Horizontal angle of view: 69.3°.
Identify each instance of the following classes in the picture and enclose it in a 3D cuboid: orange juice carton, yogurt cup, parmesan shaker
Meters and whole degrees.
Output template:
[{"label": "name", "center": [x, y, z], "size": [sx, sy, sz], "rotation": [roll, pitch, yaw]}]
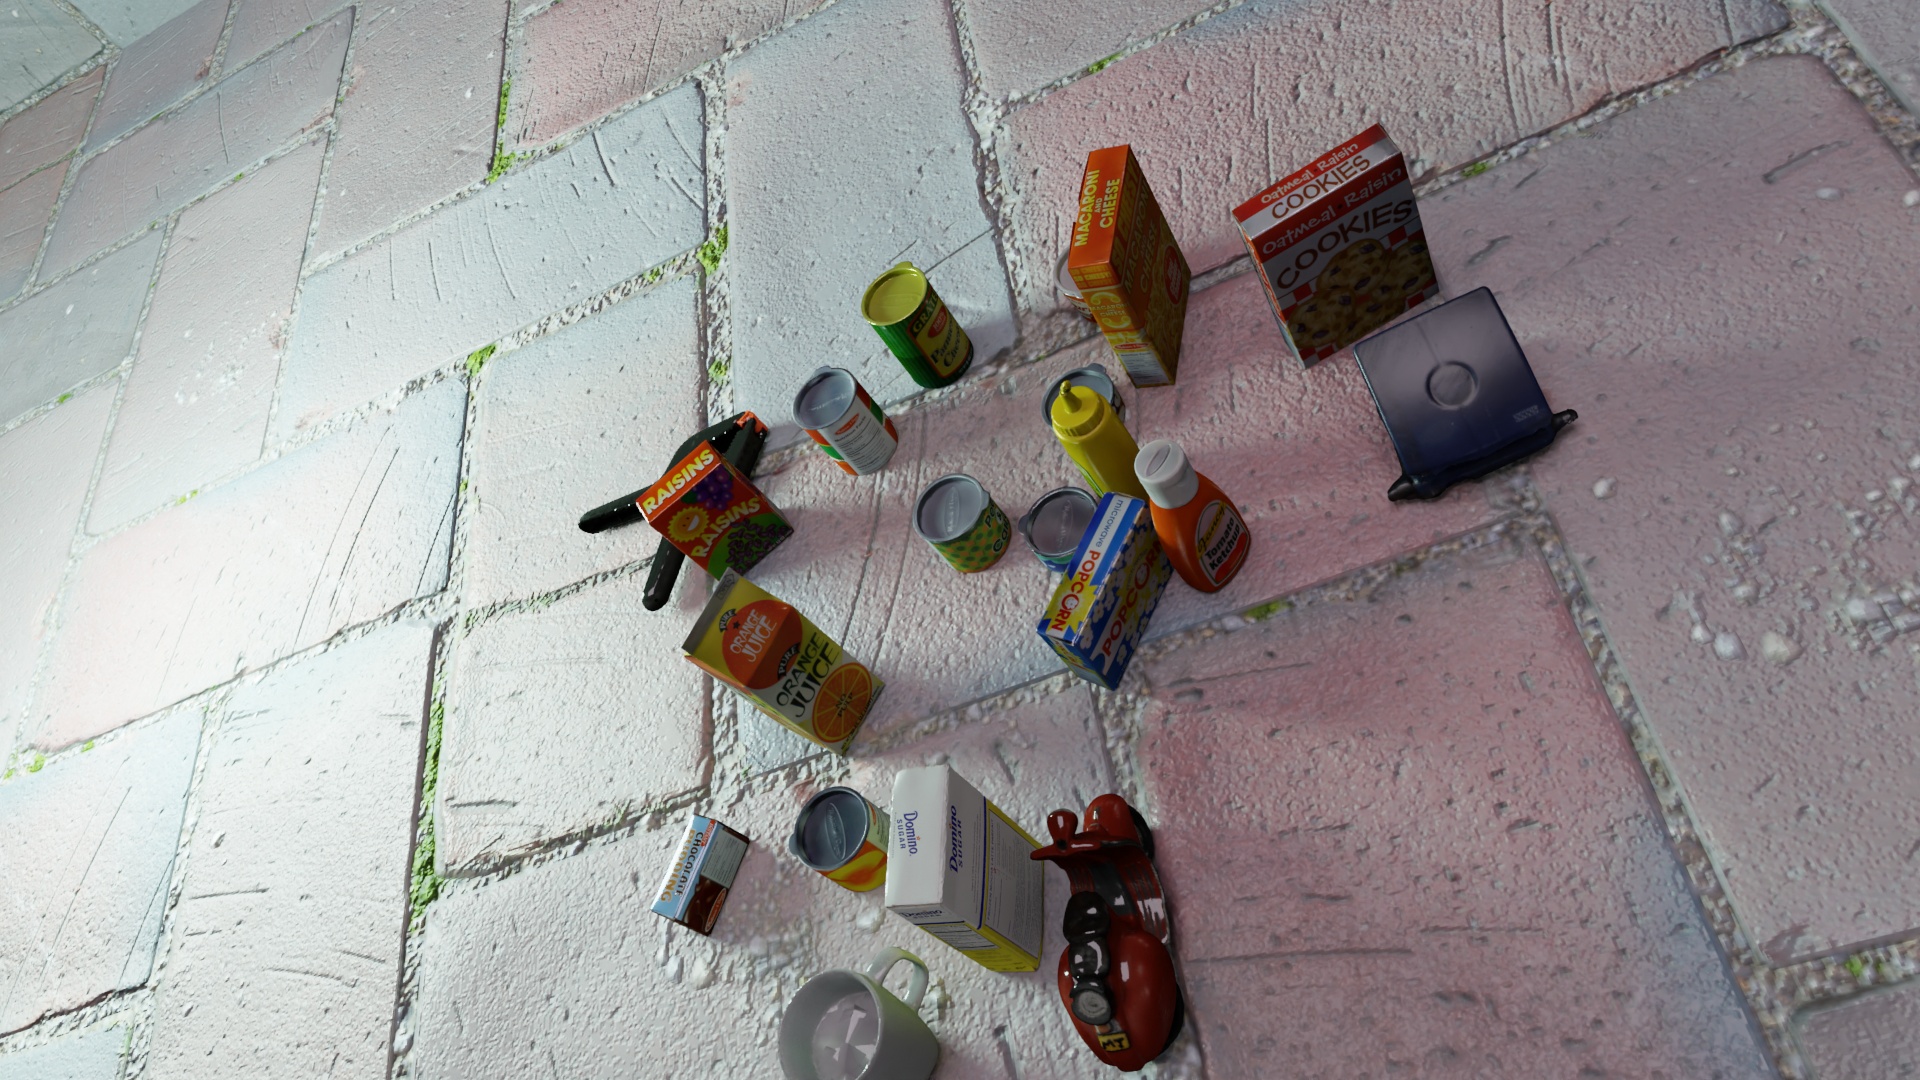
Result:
[{"label": "orange juice carton", "center": [-0.147, 0.094, 1.092], "size": [0.073, 0.192, 0.072], "rotation": [19, 72, 36]}, {"label": "yogurt cup", "center": [0.123, -0.231, 1.239], "size": [0.072, 0.053, 0.073], "rotation": [-14, 55, 21]}, {"label": "parmesan shaker", "center": [-0.037, -0.196, 1.273], "size": [0.071, 0.103, 0.071], "rotation": [-14, 55, 21]}]

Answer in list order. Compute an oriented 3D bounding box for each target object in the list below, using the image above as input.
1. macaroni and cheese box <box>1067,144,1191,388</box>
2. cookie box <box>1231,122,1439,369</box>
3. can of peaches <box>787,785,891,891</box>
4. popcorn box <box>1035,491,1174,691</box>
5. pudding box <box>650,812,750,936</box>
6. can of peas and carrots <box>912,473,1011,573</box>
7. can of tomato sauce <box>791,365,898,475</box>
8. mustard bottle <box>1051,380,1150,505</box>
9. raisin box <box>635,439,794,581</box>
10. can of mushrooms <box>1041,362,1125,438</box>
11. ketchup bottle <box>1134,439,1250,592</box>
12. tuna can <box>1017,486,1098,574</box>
[{"label": "macaroni and cheese box", "center": [0.142, -0.223, 1.151], "size": [0.040, 0.166, 0.124], "rotation": [-3, 60, 28]}, {"label": "cookie box", "center": [0.290, -0.222, 1.067], "size": [0.123, 0.167, 0.040], "rotation": [-30, 51, 9]}, {"label": "can of peaches", "center": [-0.087, 0.229, 1.061], "size": [0.071, 0.058, 0.071], "rotation": [-14, 55, 21]}, {"label": "popcorn box", "center": [0.114, 0.038, 1.054], "size": [0.038, 0.085, 0.127], "rotation": [16, 70, 35]}, {"label": "pudding box", "center": [-0.207, 0.267, 1.110], "size": [0.030, 0.049, 0.084], "rotation": [7, 65, 32]}, {"label": "can of peas and carrots", "center": [0.004, -0.015, 1.165], "size": [0.071, 0.058, 0.071], "rotation": [-14, 55, 21]}, {"label": "can of tomato sauce", "center": [-0.105, -0.109, 1.268], "size": [0.071, 0.083, 0.071], "rotation": [-14, 55, 21]}, {"label": "mustard bottle", "center": [0.106, -0.078, 1.083], "size": [0.049, 0.159, 0.065], "rotation": [-39, 50, 3]}, {"label": "raisin box", "center": [-0.220, -0.023, 1.251], "size": [0.086, 0.123, 0.040], "rotation": [-40, 50, 1]}, {"label": "can of mushrooms", "center": [0.107, -0.114, 1.187], "size": [0.071, 0.033, 0.071], "rotation": [-14, 55, 21]}, {"label": "ketchup bottle", "center": [0.168, -0.021, 1.020], "size": [0.043, 0.148, 0.065], "rotation": [26, 76, 38]}, {"label": "tuna can", "center": [0.085, -0.008, 1.132], "size": [0.071, 0.032, 0.071], "rotation": [-14, 55, 21]}]
